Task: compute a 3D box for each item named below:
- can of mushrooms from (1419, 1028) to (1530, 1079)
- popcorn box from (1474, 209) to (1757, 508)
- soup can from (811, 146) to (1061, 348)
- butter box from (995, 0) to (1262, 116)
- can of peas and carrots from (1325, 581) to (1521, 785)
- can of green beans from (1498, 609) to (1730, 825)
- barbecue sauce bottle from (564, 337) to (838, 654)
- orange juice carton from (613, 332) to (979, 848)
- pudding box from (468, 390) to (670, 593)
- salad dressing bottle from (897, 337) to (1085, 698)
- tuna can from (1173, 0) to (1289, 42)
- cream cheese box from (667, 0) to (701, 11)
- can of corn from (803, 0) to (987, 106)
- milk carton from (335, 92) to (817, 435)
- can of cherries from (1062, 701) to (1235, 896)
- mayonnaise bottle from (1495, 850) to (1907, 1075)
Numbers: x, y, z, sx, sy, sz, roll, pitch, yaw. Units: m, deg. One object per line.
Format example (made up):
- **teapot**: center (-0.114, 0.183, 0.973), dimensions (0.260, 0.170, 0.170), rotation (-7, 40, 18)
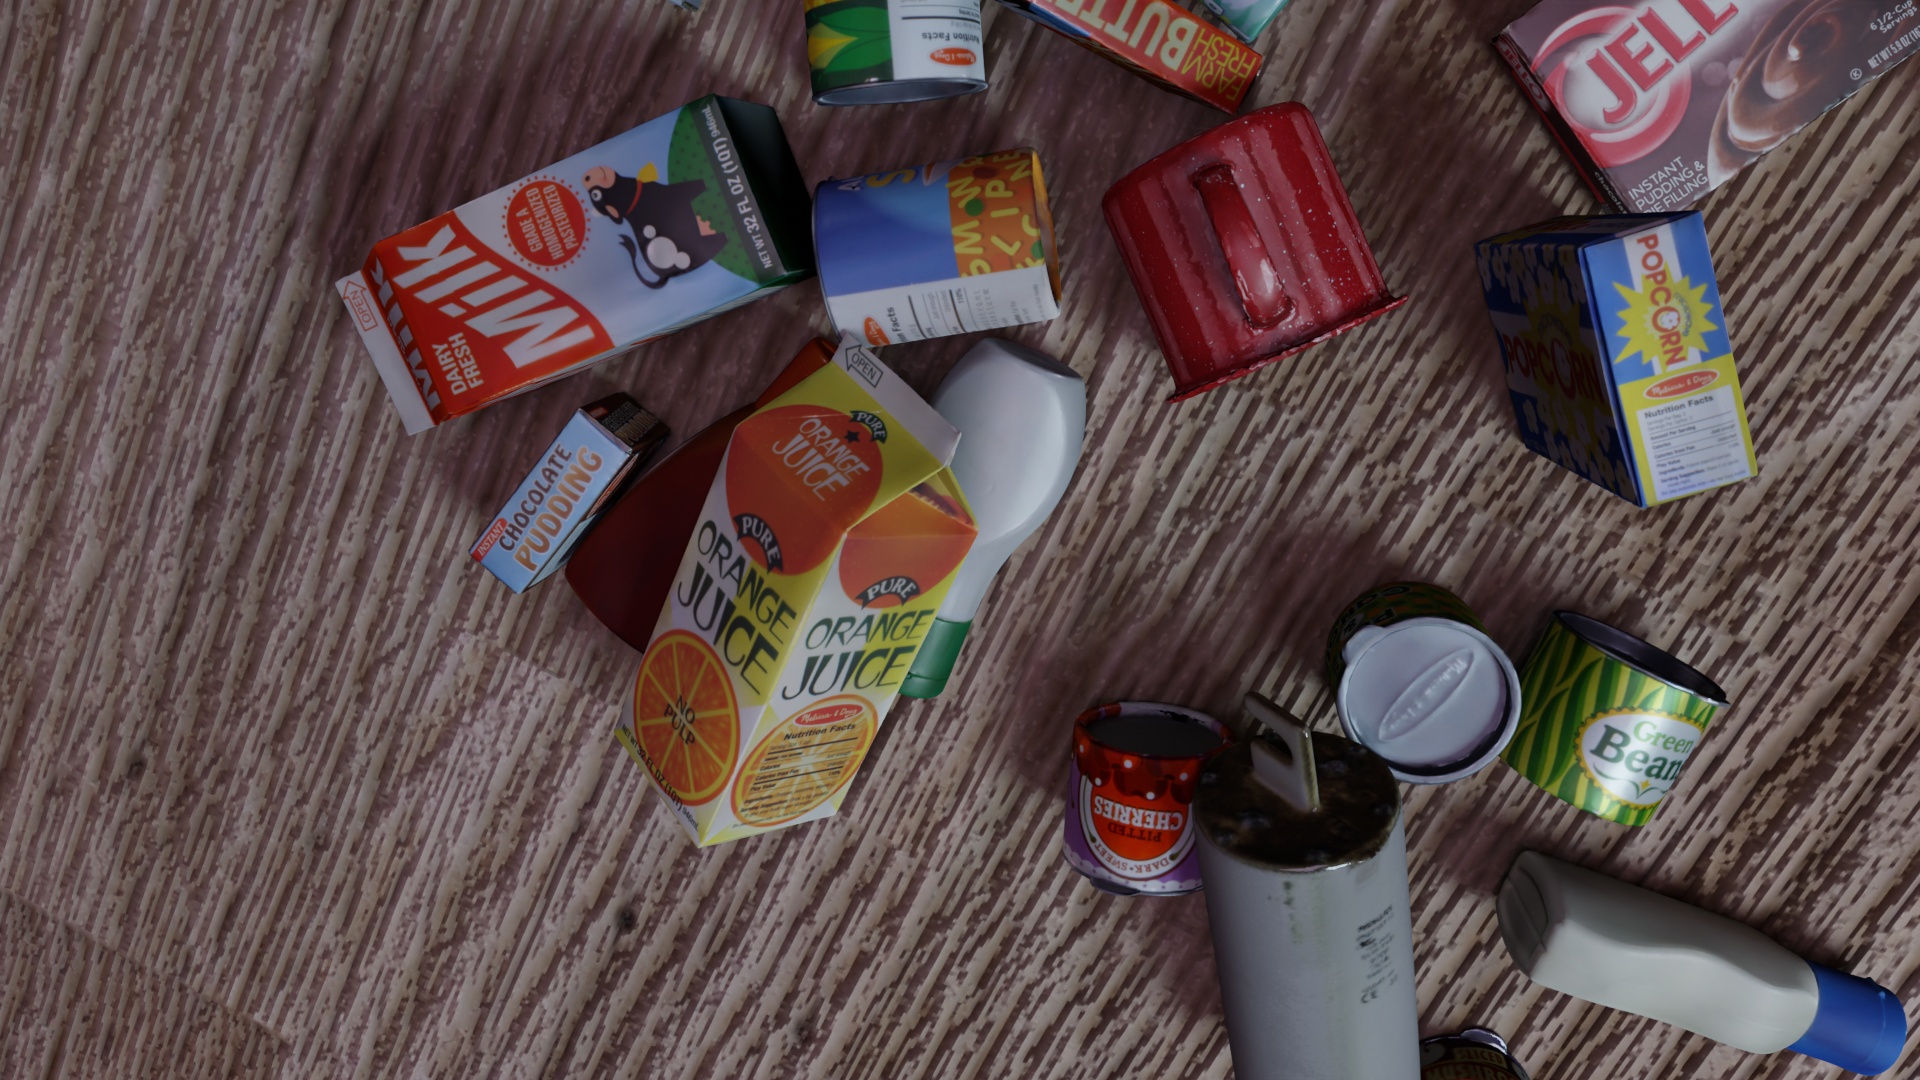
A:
- **can of mushrooms**: center (0.216, 0.248, 0.594), dimensions (0.071, 0.033, 0.071), rotation (2, 103, 9)
- **popcorn box**: center (0.219, -0.066, 0.476), dimensions (0.038, 0.127, 0.085), rotation (-17, 100, 9)
- **soup can**: center (-0.008, -0.114, 0.533), dimensions (0.084, 0.071, 0.071), rotation (-8, 101, 10)
- **butter box**: center (0.052, -0.185, 0.490), dimensions (0.103, 0.053, 0.024), rotation (17, 108, -29)
- **can of peas and carrots**: center (0.177, 0.052, 0.544), dimensions (0.071, 0.059, 0.070), rotation (2, 102, 9)
- **can of green beans**: center (0.245, 0.067, 0.532), dimensions (0.071, 0.071, 0.057), rotation (23, 105, 3)
- **barbecue sauce bottle**: center (-0.096, -0.020, 0.578), dimensions (0.065, 0.044, 0.148), rotation (44, 105, -4)
- **orange juice carton**: center (-0.059, 0.020, 0.539), dimensions (0.072, 0.073, 0.191), rotation (43, 119, 33)
- **pudding box**: center (-0.163, -0.021, 0.585), dimensions (0.030, 0.050, 0.083), rotation (41, 106, -4)
- **salad dressing bottle**: center (0.002, -0.007, 0.566), dimensions (0.064, 0.044, 0.147), rotation (25, 106, 7)
- **tuna can**: center (0.111, -0.210, 0.492), dimensions (0.033, 0.071, 0.071), rotation (41, 105, -2)
- **cream cheese box**: center (-0.112, -0.265, 0.536), dimensions (0.053, 0.024, 0.103), rotation (24, 105, 3)
- **can of corn**: center (-0.027, -0.196, 0.518), dimensions (0.071, 0.071, 0.058), rotation (-3, 102, 10)
- **milk carton**: center (-0.156, -0.106, 0.553), dimensions (0.190, 0.073, 0.072), rotation (-20, 99, 13)
- **can of cherries**: center (0.076, 0.104, 0.564), dimensions (0.071, 0.072, 0.058), rotation (6, 103, 8)
- **mayonnaise bottle**: center (0.294, 0.171, 0.552), dimensions (0.148, 0.065, 0.041), rotation (19, 108, 0)
